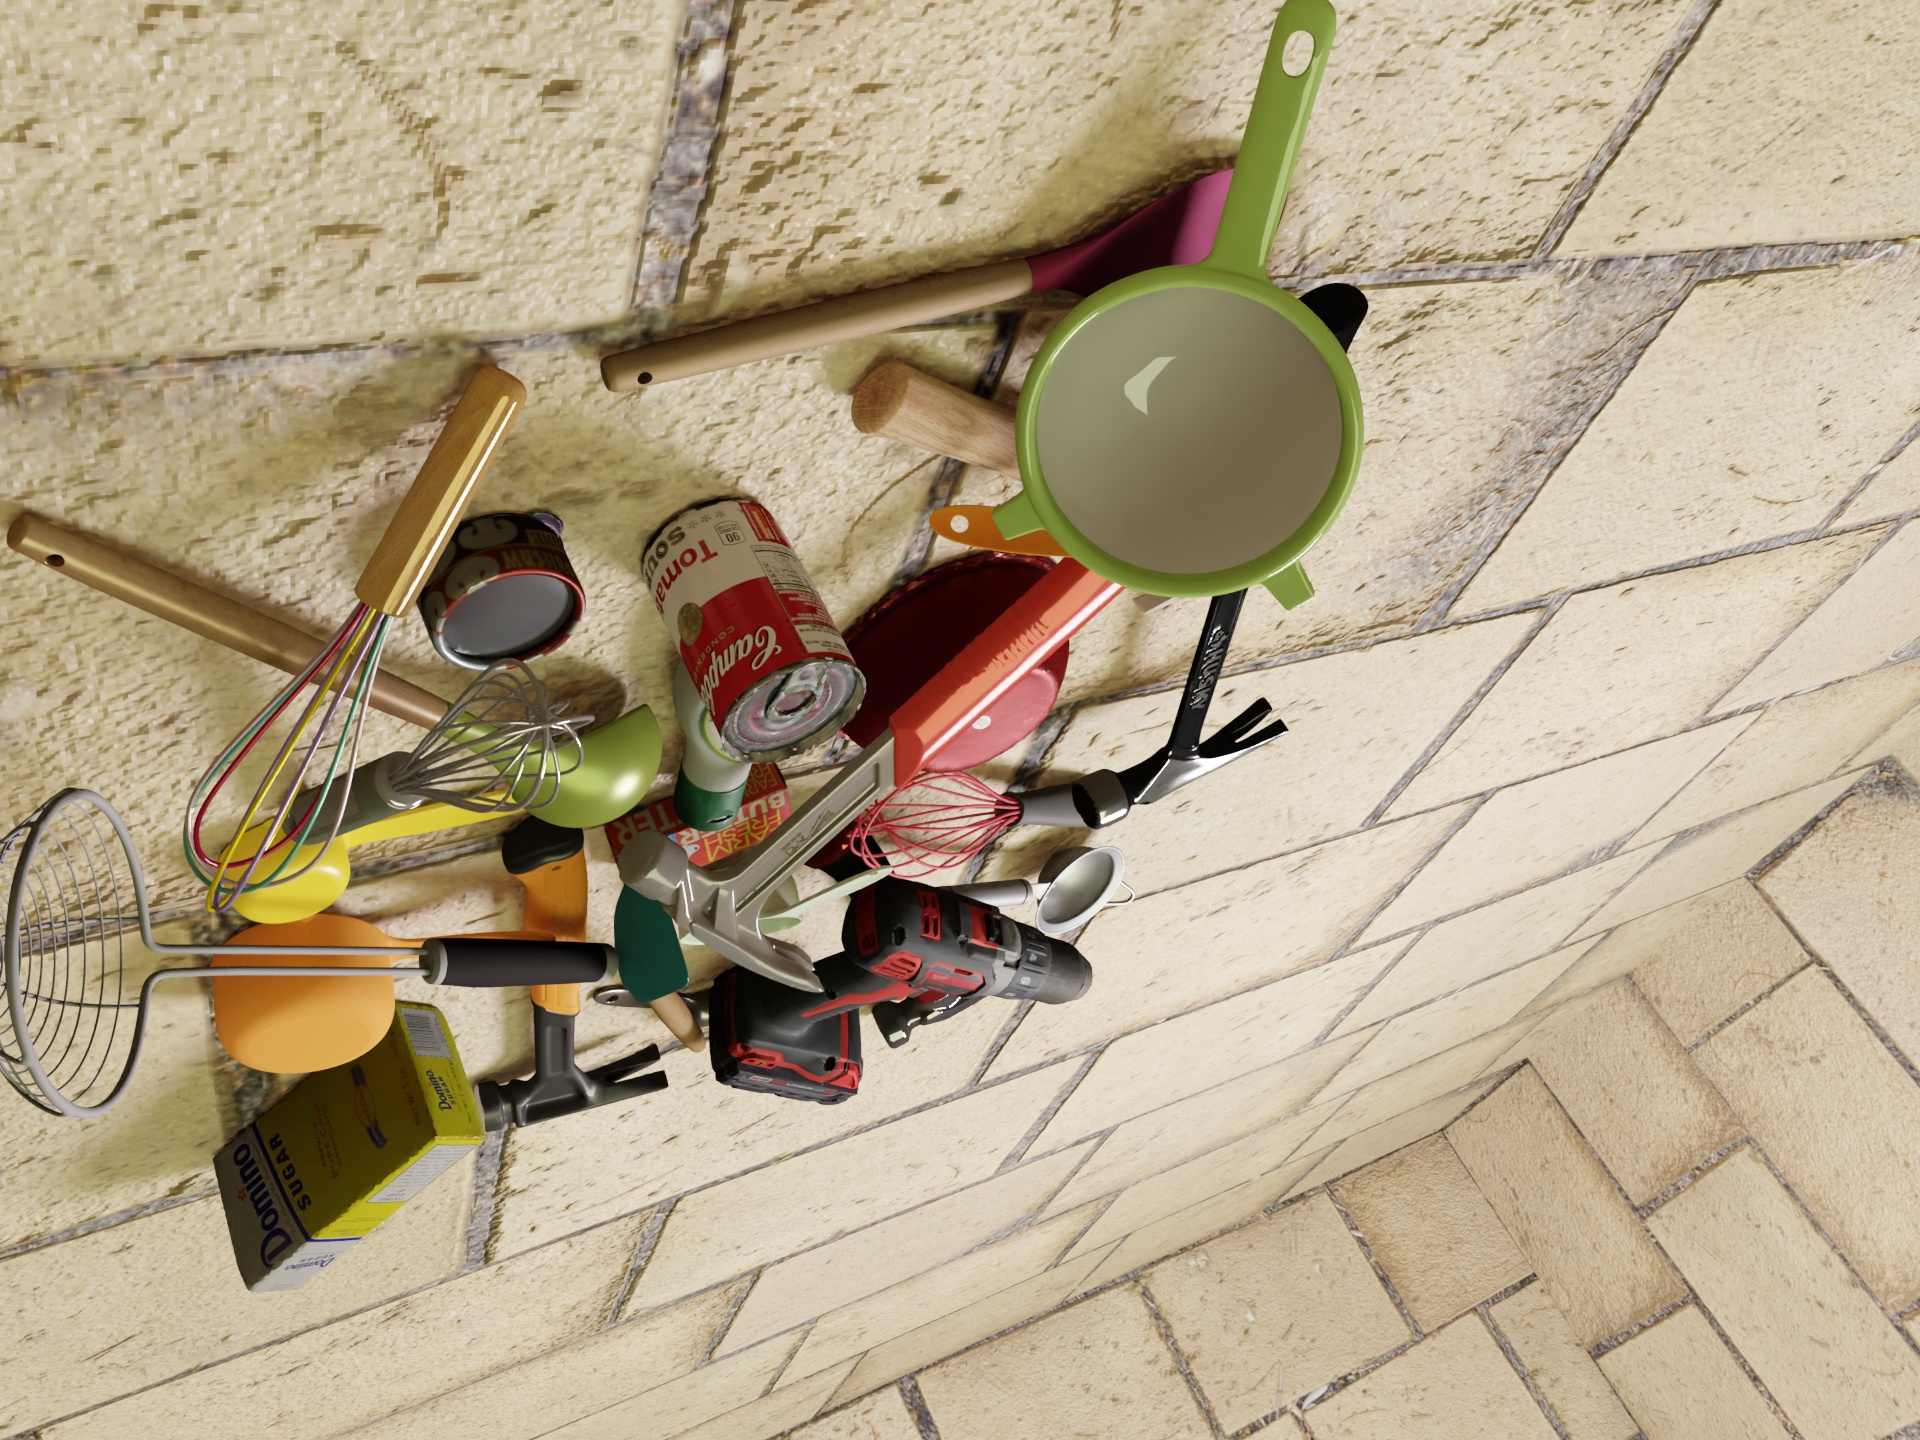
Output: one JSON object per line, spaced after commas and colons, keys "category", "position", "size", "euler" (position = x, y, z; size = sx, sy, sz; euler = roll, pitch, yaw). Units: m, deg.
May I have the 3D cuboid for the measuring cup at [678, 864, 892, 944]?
{"category": "measuring cup", "position": [-0.103, 0.096, 0.943], "size": [0.167, 0.038, 0.083], "euler": [-25, 160, 37]}

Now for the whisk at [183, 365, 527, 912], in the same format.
{"category": "whisk", "position": [-0.234, -0.028, 0.613], "size": [0.245, 0.051, 0.047], "euler": [-57, 159, 11]}

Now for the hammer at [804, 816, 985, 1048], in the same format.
{"category": "hammer", "position": [-0.031, 0.138, 1.133], "size": [0.143, 0.038, 0.386], "euler": [-29, 152, -5]}

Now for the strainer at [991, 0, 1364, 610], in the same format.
{"category": "strainer", "position": [0.113, -0.180, 0.691], "size": [0.151, 0.069, 0.256], "euler": [14, 119, 2]}

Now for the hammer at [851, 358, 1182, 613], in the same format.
{"category": "hammer", "position": [0.068, -0.123, 0.807], "size": [0.331, 0.031, 0.130], "euler": [7, 134, -49]}

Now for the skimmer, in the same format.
{"category": "skimmer", "position": [-0.273, 0.108, 0.729], "size": [0.090, 0.127, 0.363], "euler": [-14, 165, 31]}

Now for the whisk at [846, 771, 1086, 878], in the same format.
{"category": "whisk", "position": [0.021, 0.059, 1.021], "size": [0.073, 0.073, 0.295], "euler": [-44, 157, 25]}

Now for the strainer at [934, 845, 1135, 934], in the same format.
{"category": "strainer", "position": [0.046, 0.121, 1.149], "size": [0.258, 0.050, 0.087], "euler": [3, 123, -55]}

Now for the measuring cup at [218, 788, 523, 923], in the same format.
{"category": "measuring cup", "position": [-0.277, 0.063, 0.779], "size": [0.156, 0.029, 0.062], "euler": [-14, 148, -24]}

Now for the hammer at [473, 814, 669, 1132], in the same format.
{"category": "hammer", "position": [-0.237, 0.157, 0.963], "size": [0.127, 0.034, 0.336], "euler": [-10, 146, -20]}

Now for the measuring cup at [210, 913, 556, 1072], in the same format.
{"category": "measuring cup", "position": [-0.298, 0.142, 0.835], "size": [0.173, 0.052, 0.095], "euler": [-3, 143, -22]}

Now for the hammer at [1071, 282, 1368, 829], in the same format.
{"category": "hammer", "position": [0.158, -0.076, 0.896], "size": [0.149, 0.036, 0.408], "euler": [-21, 150, -19]}

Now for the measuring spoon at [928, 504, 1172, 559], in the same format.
{"category": "measuring spoon", "position": [0.043, -0.088, 0.758], "size": [0.117, 0.021, 0.011], "euler": [7, -179, -2]}

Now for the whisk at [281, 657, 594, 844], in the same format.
{"category": "whisk", "position": [-0.227, 0.024, 0.654], "size": [0.059, 0.058, 0.246], "euler": [-15, 179, -44]}

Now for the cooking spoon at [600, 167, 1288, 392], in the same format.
{"category": "cooking spoon", "position": [0.004, -0.181, 0.664], "size": [0.319, 0.017, 0.068], "euler": [-19, 149, -21]}

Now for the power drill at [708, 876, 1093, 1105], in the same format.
{"category": "power drill", "position": [-0.042, 0.183, 1.063], "size": [0.187, 0.080, 0.226], "euler": [21, 139, -37]}

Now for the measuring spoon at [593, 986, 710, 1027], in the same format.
{"category": "measuring spoon", "position": [-0.203, 0.196, 1.083], "size": [0.034, 0.018, 0.124], "euler": [-40, 150, 18]}

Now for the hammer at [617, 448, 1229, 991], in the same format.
{"category": "hammer", "position": [-0.001, -0.003, 0.818], "size": [0.359, 0.037, 0.149], "euler": [-42, 132, 10]}

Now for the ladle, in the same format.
{"category": "ladle", "position": [-0.245, -0.021, 0.676], "size": [0.078, 0.062, 0.319], "euler": [-34, 146, 17]}

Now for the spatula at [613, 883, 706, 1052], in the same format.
{"category": "spatula", "position": [-0.175, 0.165, 0.978], "size": [0.044, 0.082, 0.317], "euler": [-20, 159, -8]}
